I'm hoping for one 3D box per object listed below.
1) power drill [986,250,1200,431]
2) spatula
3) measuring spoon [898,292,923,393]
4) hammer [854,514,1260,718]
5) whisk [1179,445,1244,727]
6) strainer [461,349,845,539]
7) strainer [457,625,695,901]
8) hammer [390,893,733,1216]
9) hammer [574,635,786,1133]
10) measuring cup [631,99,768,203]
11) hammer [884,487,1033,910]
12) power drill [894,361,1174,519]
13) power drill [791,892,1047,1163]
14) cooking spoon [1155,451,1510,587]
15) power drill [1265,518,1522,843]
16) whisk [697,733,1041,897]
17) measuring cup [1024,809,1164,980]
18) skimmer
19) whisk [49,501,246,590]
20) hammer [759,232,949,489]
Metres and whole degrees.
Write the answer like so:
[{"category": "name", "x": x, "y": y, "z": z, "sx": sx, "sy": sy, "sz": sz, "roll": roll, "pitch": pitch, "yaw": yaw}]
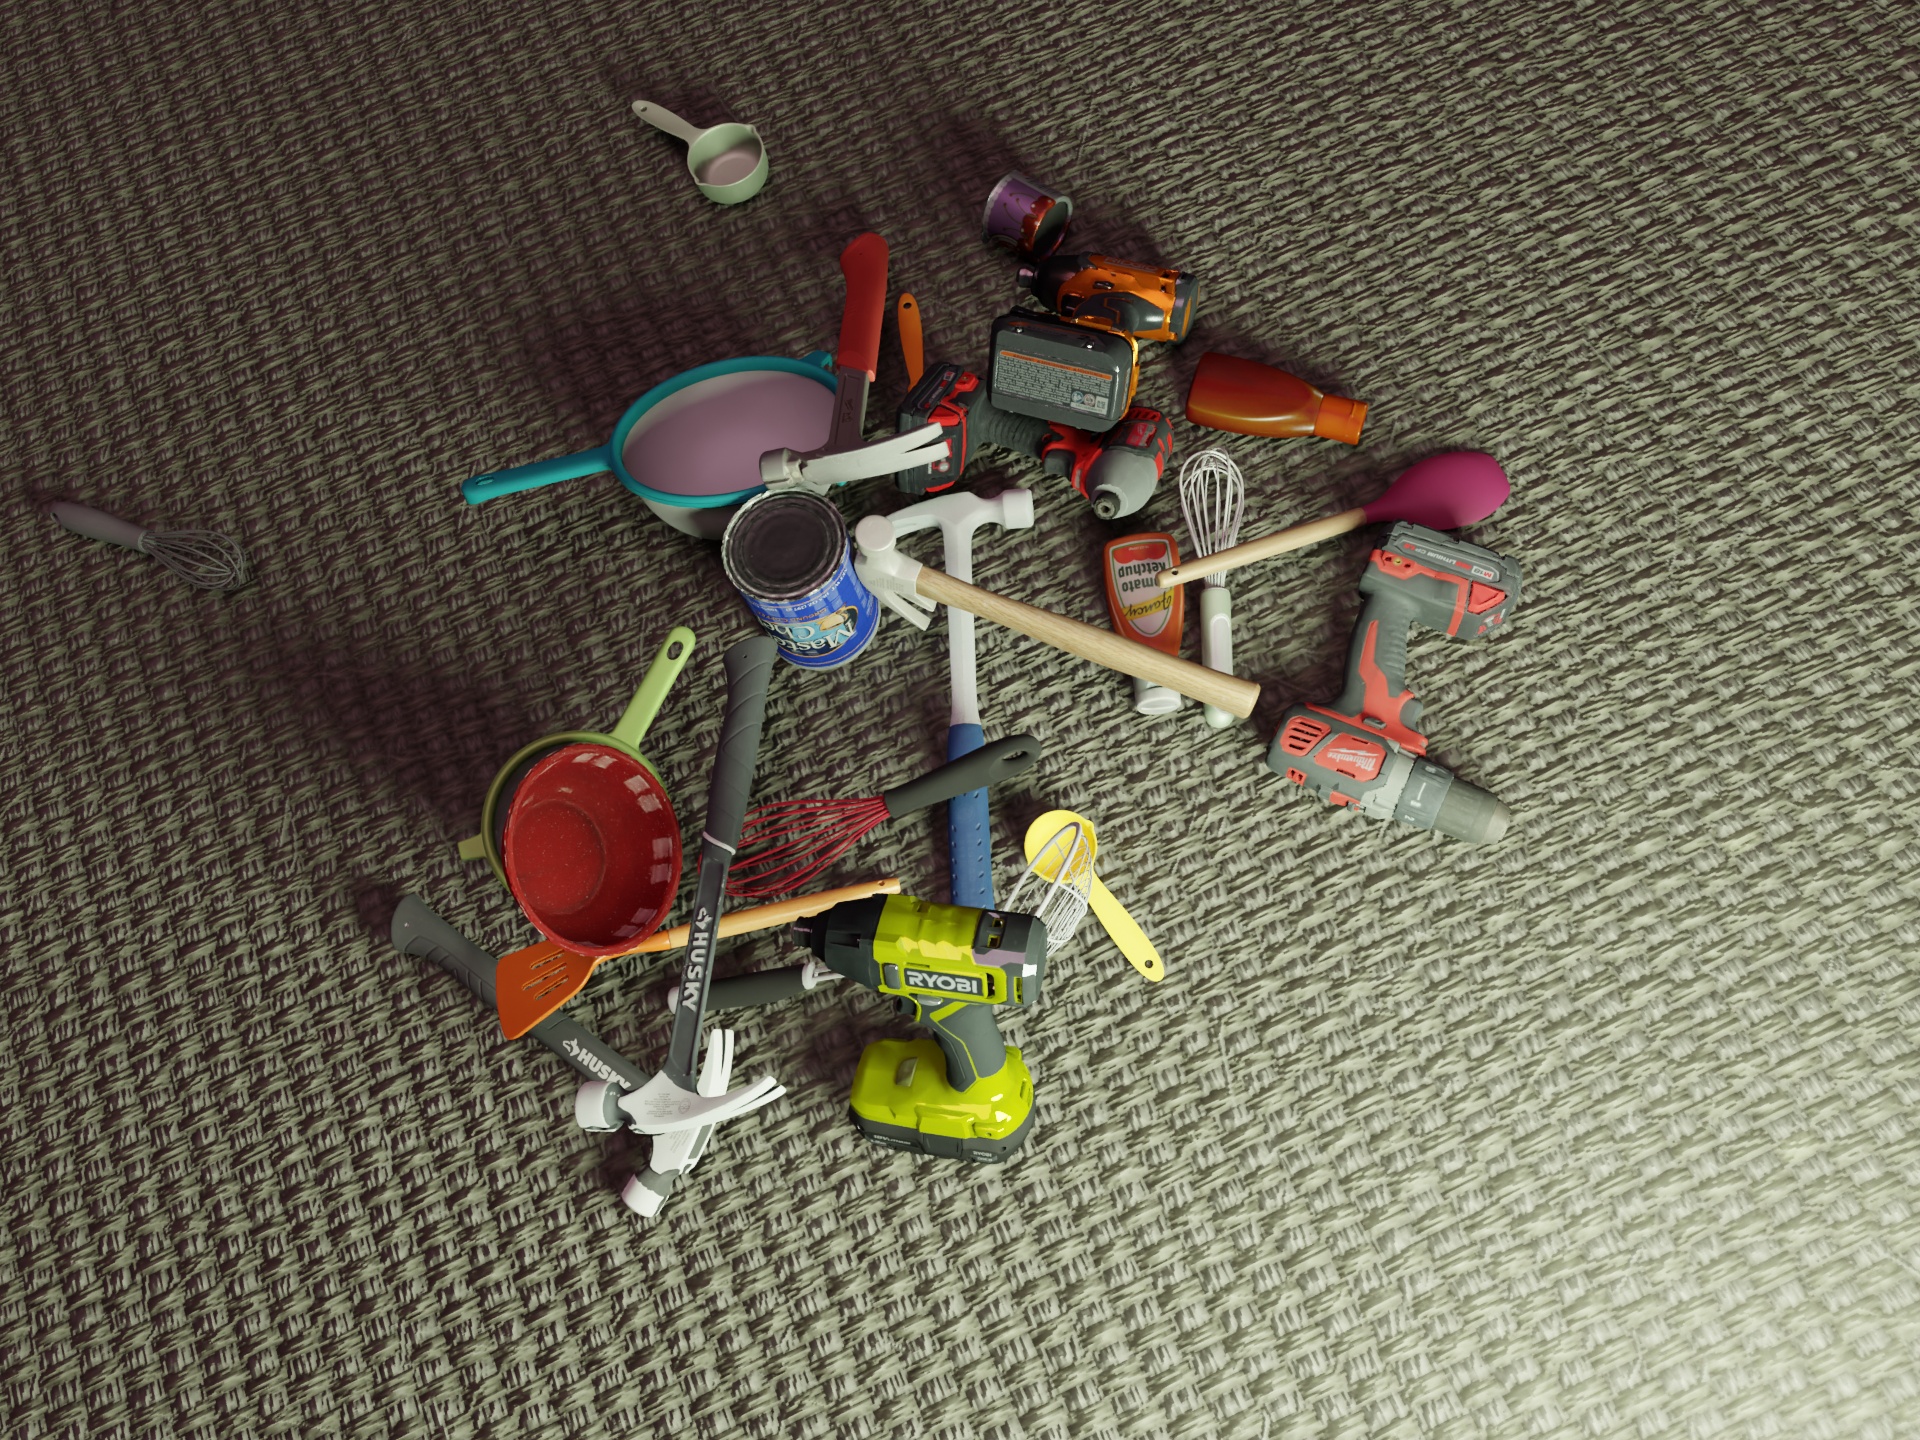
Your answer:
[{"category": "power drill", "x": 0.099, "y": -0.336, "z": 1.356, "sx": 0.164, "sy": 0.084, "sz": 0.227, "roll": 16, "pitch": 39, "yaw": 15}, {"category": "spatula", "x": -0.203, "y": 0.171, "z": 1.247, "sx": 0.322, "sy": 0.041, "sz": 0.081, "roll": -12, "pitch": 45, "yaw": -13}, {"category": "measuring spoon", "x": -0.045, "y": -0.346, "z": 1.459, "sx": 0.021, "sy": 0.011, "sz": 0.117, "roll": -9, "pitch": 68, "yaw": 5}, {"category": "hammer", "x": 0.073, "y": -0.071, "z": 1.250, "sx": 0.331, "sy": 0.130, "sz": 0.031, "roll": 21, "pitch": 73, "yaw": 6}, {"category": "whisk", "x": 0.211, "y": -0.113, "z": 1.314, "sx": 0.057, "sy": 0.059, "sz": 0.246, "roll": 7, "pitch": 72, "yaw": -18}, {"category": "strainer", "x": -0.252, "y": -0.207, "z": 1.380, "sx": 0.340, "sy": 0.095, "sz": 0.211, "roll": -13, "pitch": 45, "yaw": 0}, {"category": "strainer", "x": -0.285, "y": 0.040, "z": 1.306, "sx": 0.151, "sy": 0.069, "sz": 0.256, "roll": 28, "pitch": 80, "yaw": -2}, {"category": "hammer", "x": -0.327, "y": 0.234, "z": 1.261, "sx": 0.335, "sy": 0.035, "sz": 0.146, "roll": 31, "pitch": 88, "yaw": 21}, {"category": "hammer", "x": -0.183, "y": 0.111, "z": 1.212, "sx": 0.149, "sy": 0.036, "sz": 0.409, "roll": -4, "pitch": 59, "yaw": 16}, {"category": "measuring cup", "x": -0.259, "y": -0.563, "z": 1.564, "sx": 0.168, "sy": 0.038, "sz": 0.083, "roll": 35, "pitch": 78, "yaw": 21}, {"category": "hammer", "x": -0.002, "y": -0.004, "z": 1.309, "sx": 0.144, "sy": 0.035, "sz": 0.406, "roll": -5, "pitch": 69, "yaw": 7}, {"category": "power drill", "x": 0.061, "y": -0.227, "z": 1.339, "sx": 0.220, "sy": 0.078, "sz": 0.143, "roll": 13, "pitch": 40, "yaw": 12}, {"category": "power drill", "x": -0.025, "y": 0.212, "z": 1.122, "sx": 0.171, "sy": 0.223, "sz": 0.080, "roll": 6, "pitch": 43, "yaw": 11}, {"category": "cooking spoon", "x": 0.307, "y": -0.160, "z": 1.303, "sx": 0.319, "sy": 0.017, "sz": 0.069, "roll": -18, "pitch": 69, "yaw": -10}, {"category": "power drill", "x": 0.364, "y": -0.024, "z": 1.240, "sx": 0.188, "sy": 0.080, "sz": 0.227, "roll": 23, "pitch": 77, "yaw": 16}, {"category": "whisk", "x": -0.074, "y": 0.073, "z": 1.253, "sx": 0.296, "sy": 0.073, "sz": 0.073, "roll": -22, "pitch": 67, "yaw": 10}, {"category": "measuring cup", "x": 0.108, "y": 0.140, "z": 1.248, "sx": 0.062, "sy": 0.029, "sz": 0.156, "roll": -36, "pitch": 80, "yaw": -6}, {"category": "skimmer", "x": -0.069, "y": 0.158, "z": 1.199, "sx": 0.363, "sy": 0.090, "sz": 0.127, "roll": -13, "pitch": 23, "yaw": 18}, {"category": "whisk", "x": -0.763, "y": -0.170, "z": 1.487, "sx": 0.239, "sy": 0.055, "sz": 0.055, "roll": 17, "pitch": 73, "yaw": 18}, {"category": "hammer", "x": -0.078, "y": -0.320, "z": 1.359, "sx": 0.149, "sy": 0.036, "sz": 0.359, "roll": -10, "pitch": 42, "yaw": 12}]
